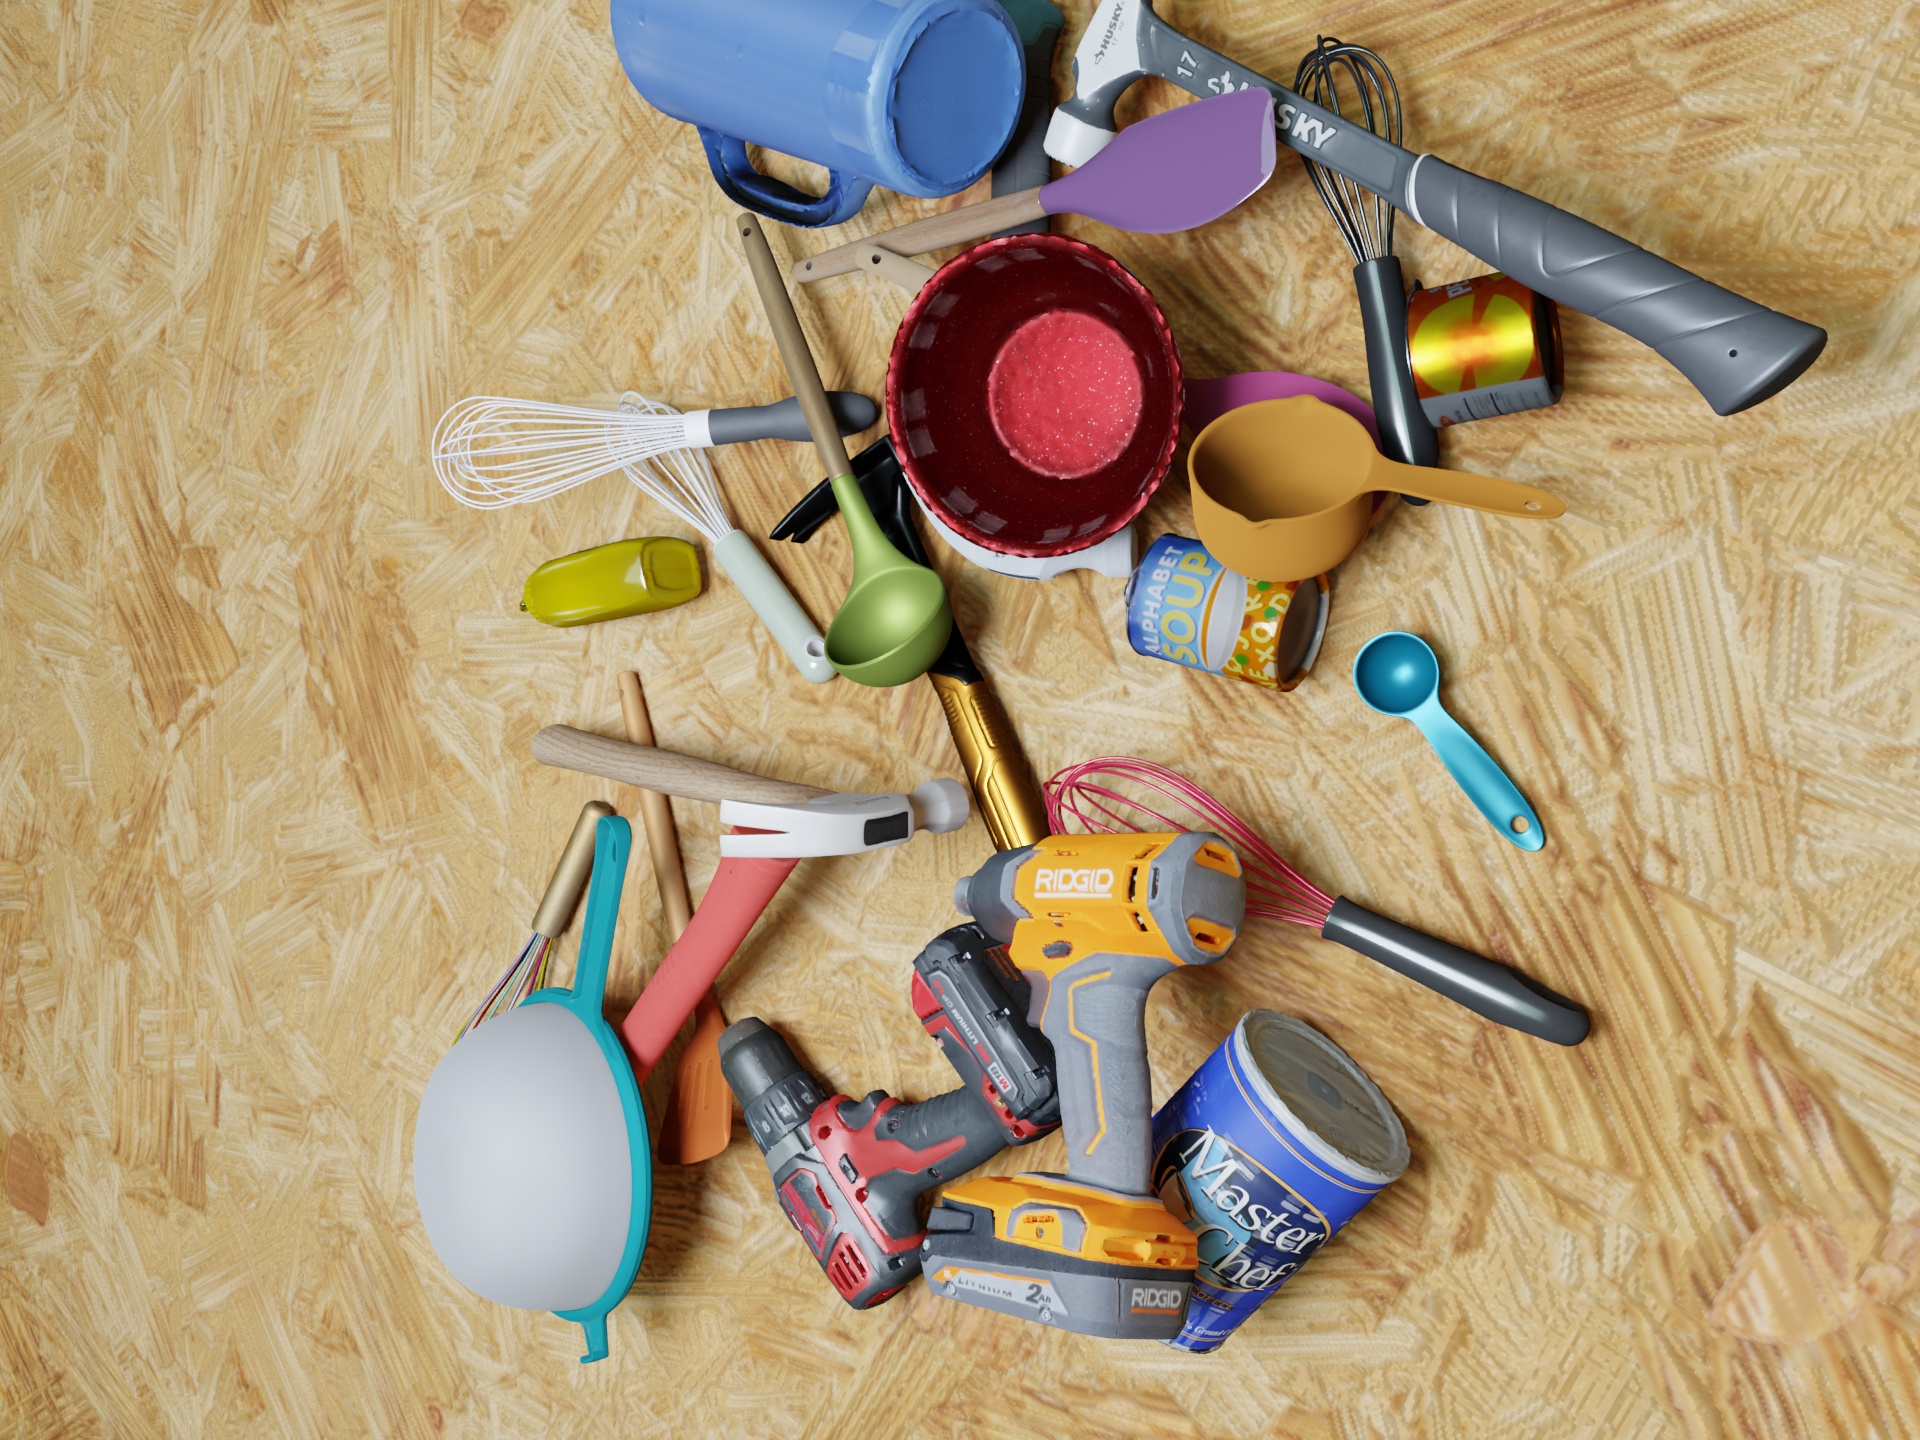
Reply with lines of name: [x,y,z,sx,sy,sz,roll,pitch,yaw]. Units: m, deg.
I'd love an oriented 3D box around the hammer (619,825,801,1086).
hammer: [-0.189,0.198,0.989,0.359,0.036,0.149,-53,53,32]

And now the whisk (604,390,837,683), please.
whisk: [-0.152,-0.118,1.013,0.246,0.058,0.059,52,150,18]

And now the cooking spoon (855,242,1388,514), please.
cooking spoon: [0.080,-0.189,0.842,0.319,0.017,0.068,28,104,15]

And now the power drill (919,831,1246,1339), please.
power drill: [0.048,0.165,0.767,0.164,0.084,0.227,-5,71,44]

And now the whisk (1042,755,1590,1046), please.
whisk: [0.168,0.091,0.799,0.296,0.073,0.073,24,103,25]

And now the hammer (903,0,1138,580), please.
hammer: [0.035,-0.243,0.887,0.128,0.033,0.331,0,86,13]

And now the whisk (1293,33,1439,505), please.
whisk: [0.204,-0.222,0.784,0.055,0.055,0.239,-12,88,32]

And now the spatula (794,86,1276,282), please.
spatula: [0.026,-0.267,0.842,0.316,0.018,0.060,-1,93,40]

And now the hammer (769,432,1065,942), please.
hammer: [-0.001,-0.003,0.919,0.127,0.034,0.337,-31,74,28]

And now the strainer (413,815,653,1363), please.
strainer: [-0.272,0.219,0.983,0.211,0.095,0.340,29,112,44]

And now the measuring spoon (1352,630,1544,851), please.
measuring spoon: [0.243,0.010,0.779,0.042,0.021,0.129,-41,78,25]

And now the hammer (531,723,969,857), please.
hammer: [-0.157,0.036,0.954,0.331,0.130,0.031,9,103,43]

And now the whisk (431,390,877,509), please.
whisk: [-0.191,-0.178,0.981,0.284,0.070,0.070,-5,87,7]

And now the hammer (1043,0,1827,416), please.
hammer: [0.199,-0.253,0.719,0.409,0.036,0.149,43,124,33]

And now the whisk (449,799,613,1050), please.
whisk: [-0.300,0.163,1.105,0.047,0.051,0.245,35,105,34]

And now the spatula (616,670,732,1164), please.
spatula: [-0.193,0.122,1.037,0.081,0.041,0.323,-24,75,43]

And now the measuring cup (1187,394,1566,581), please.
measuring cup: [0.194,-0.099,0.756,0.174,0.052,0.095,14,54,20]

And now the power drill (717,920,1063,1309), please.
power drill: [-0.040,0.208,0.922,0.226,0.080,0.188,-48,66,26]

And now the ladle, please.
ladle: [-0.081,-0.165,0.919,0.078,0.062,0.320,-25,74,16]
